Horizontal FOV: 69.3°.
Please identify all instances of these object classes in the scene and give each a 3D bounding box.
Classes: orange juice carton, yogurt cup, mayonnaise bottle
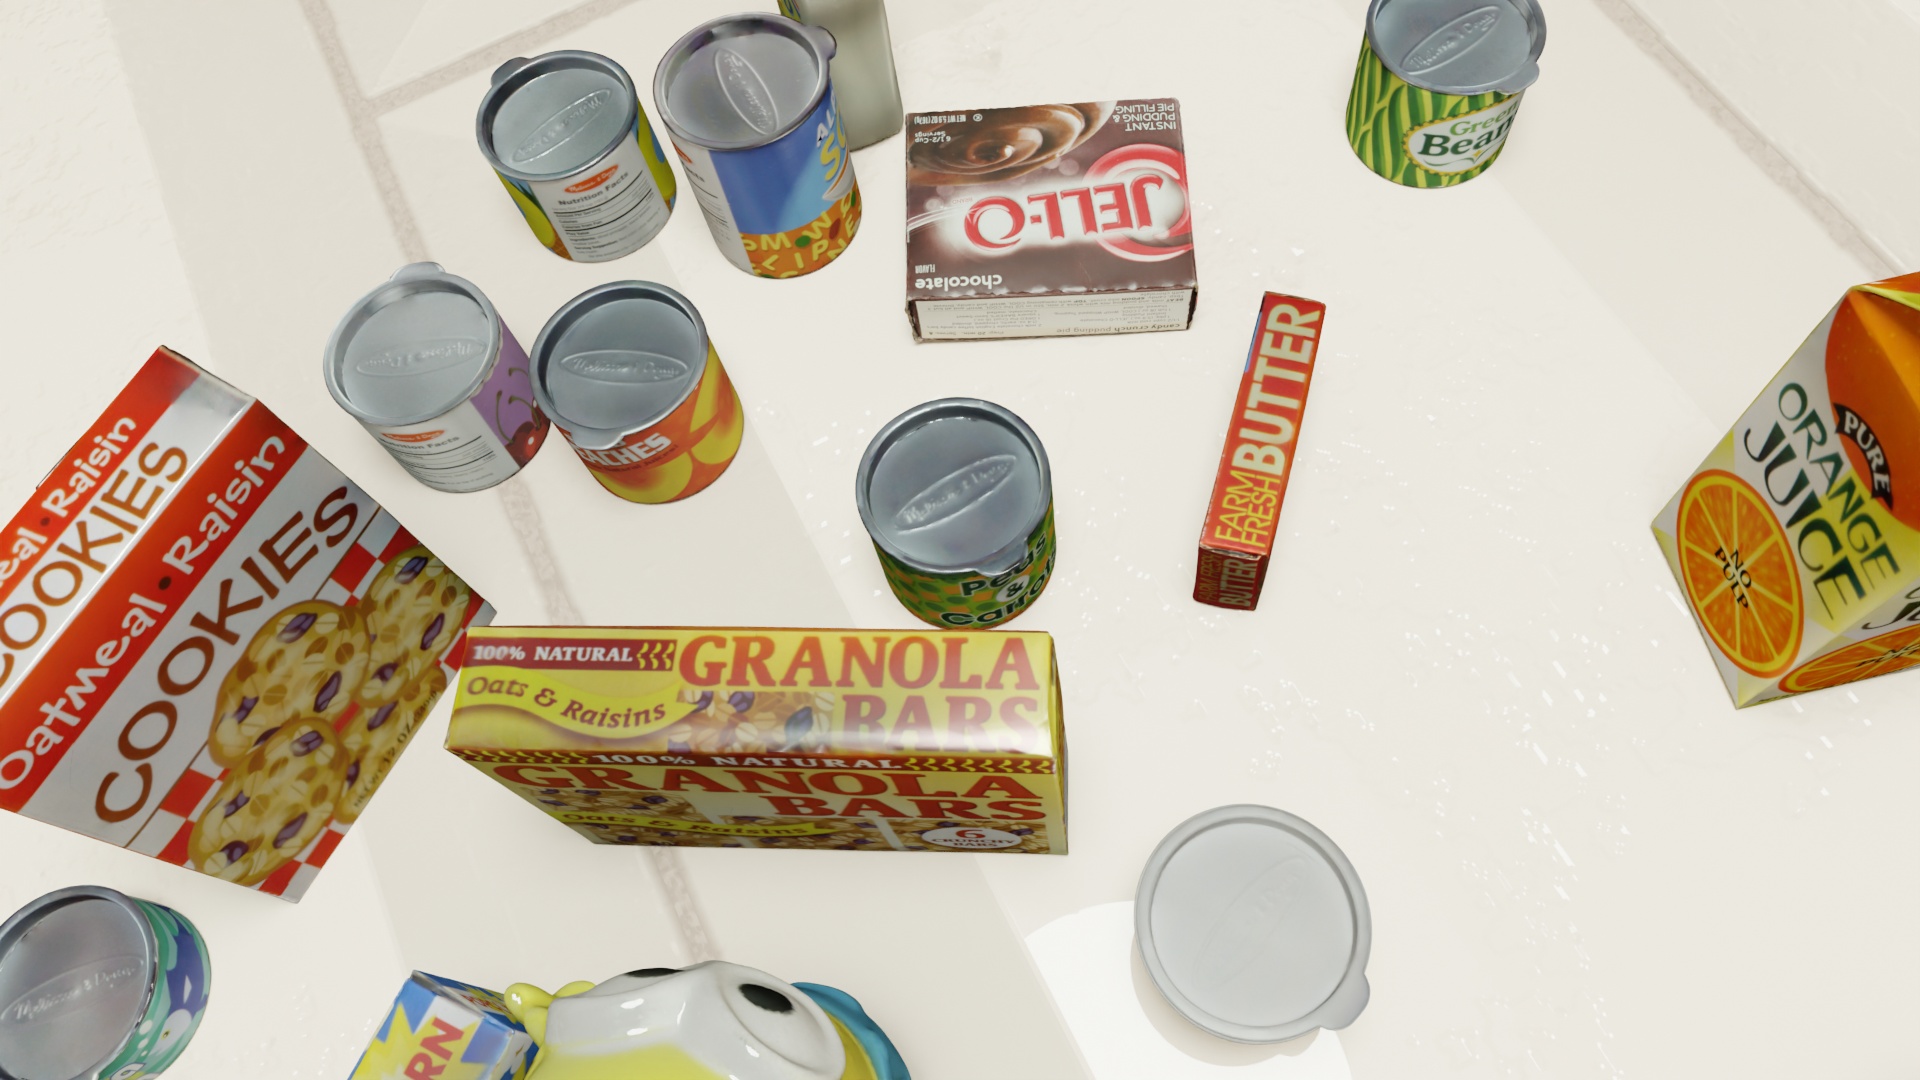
[{"bbox_3d":[0.275,-0.021,0.391,0.072,0.192,0.073,-13,65,0],"label":"orange juice carton"},{"bbox_3d":[0.087,0.119,0.424,0.072,0.053,0.072,-2,65,5],"label":"yogurt cup"},{"bbox_3d":[-0.055,-0.223,0.544,0.041,0.147,0.065,-24,66,-5],"label":"mayonnaise bottle"}]

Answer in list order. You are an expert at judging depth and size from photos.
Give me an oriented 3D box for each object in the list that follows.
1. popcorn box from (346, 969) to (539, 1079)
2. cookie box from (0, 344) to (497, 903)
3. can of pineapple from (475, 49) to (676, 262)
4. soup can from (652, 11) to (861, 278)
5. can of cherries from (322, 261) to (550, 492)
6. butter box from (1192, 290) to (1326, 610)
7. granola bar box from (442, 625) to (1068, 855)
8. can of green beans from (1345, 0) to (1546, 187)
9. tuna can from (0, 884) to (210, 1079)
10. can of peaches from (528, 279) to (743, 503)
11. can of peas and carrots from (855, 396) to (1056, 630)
[{"bbox_3d":[-0.160,0.195,0.398,0.038,0.085,0.127,21,70,15],"label":"popcorn box"},{"bbox_3d":[-0.227,0.036,0.433,0.040,0.166,0.123,24,71,16],"label":"cookie box"},{"bbox_3d":[-0.158,-0.159,0.575,0.071,0.057,0.071,-2,65,5],"label":"can of pineapple"},{"bbox_3d":[-0.075,-0.155,0.550,0.071,0.083,0.071,-2,66,5],"label":"soup can"},{"bbox_3d":[-0.198,-0.062,0.535,0.071,0.058,0.072,-2,65,5],"label":"can of cherries"},{"bbox_3d":[0.105,-0.031,0.491,0.024,0.053,0.104,13,68,12],"label":"butter box"},{"bbox_3d":[-0.051,0.064,0.425,0.165,0.123,0.039,0,66,6],"label":"granola bar box"},{"bbox_3d":[0.189,-0.183,0.549,0.071,0.057,0.071,-2,65,5],"label":"can of green beans"},{"bbox_3d":[-0.288,0.153,0.460,0.071,0.032,0.071,-2,65,5],"label":"tuna can"},{"bbox_3d":[-0.121,-0.052,0.522,0.071,0.058,0.071,-2,65,5],"label":"can of peaches"},{"bbox_3d":[0.002,-0.006,0.488,0.071,0.058,0.071,-2,65,5],"label":"can of peas and carrots"}]
